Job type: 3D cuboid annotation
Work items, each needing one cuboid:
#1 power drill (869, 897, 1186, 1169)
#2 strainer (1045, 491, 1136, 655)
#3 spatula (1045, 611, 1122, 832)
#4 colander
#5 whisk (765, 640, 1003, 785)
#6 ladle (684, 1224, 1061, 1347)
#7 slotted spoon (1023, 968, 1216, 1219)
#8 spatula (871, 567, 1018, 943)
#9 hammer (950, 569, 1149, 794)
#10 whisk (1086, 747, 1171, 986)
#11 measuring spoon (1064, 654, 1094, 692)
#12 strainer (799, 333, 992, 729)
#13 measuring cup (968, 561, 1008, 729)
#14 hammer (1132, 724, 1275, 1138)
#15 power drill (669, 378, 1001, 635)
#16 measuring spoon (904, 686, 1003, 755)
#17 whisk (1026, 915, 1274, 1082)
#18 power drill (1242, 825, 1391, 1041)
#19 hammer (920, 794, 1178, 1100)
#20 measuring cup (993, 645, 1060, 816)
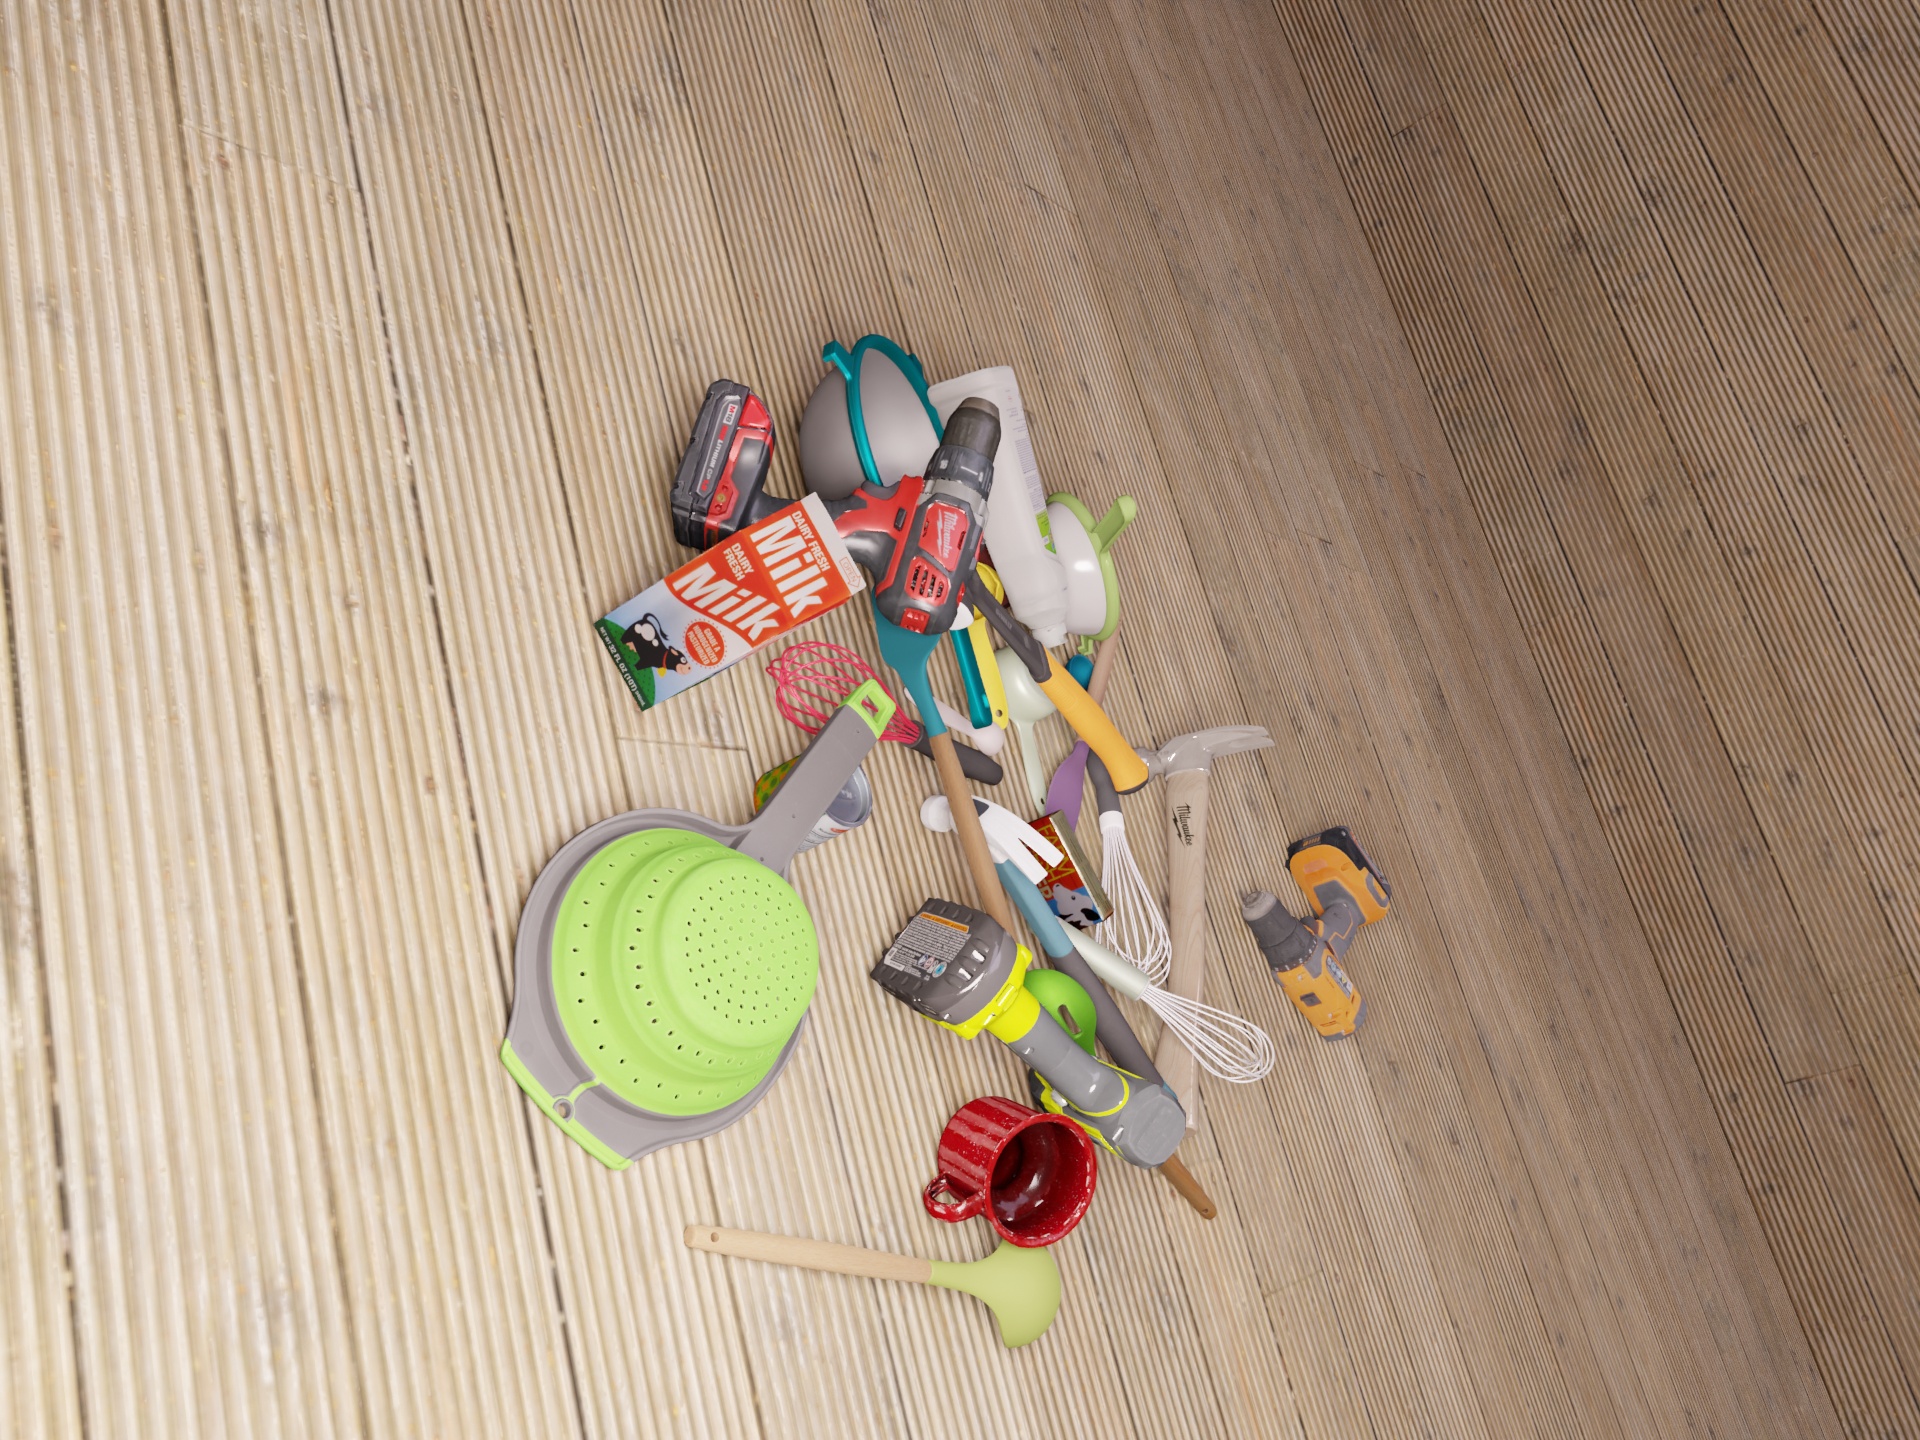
[{"bbox_3d":[0.045,0.232,1.171,0.223,0.171,0.080,45,73,-21],"label":"power drill"},{"bbox_3d":[0.100,-0.151,1.486,0.069,0.256,0.151,-20,82,-14],"label":"strainer"},{"bbox_3d":[0.121,0.004,1.523,0.059,0.018,0.316,58,36,-36],"label":"spatula"},{"bbox_3d":[-0.118,0.094,1.005,0.204,0.094,0.397,51,46,-18],"label":"colander"},{"bbox_3d":[-0.051,0.004,1.272,0.295,0.073,0.073,28,46,-50],"label":"whisk"},{"bbox_3d":[-0.051,0.360,1.044,0.319,0.062,0.078,24,57,-37],"label":"ladle"},{"bbox_3d":[0.135,0.320,1.321,0.313,0.070,0.031,53,16,-26],"label":"slotted spoon"},{"bbox_3d":[-0.001,0.034,1.215,0.044,0.082,0.317,-15,86,-57],"label":"spatula"},{"bbox_3d":[0.079,-0.044,1.393,0.336,0.034,0.127,47,37,-40],"label":"hammer"},{"bbox_3d":[0.143,0.123,1.471,0.070,0.070,0.285,33,38,-39],"label":"whisk"},{"bbox_3d":[0.090,-0.031,1.543,0.128,0.021,0.042,-23,89,-49],"label":"measuring spoon"},{"bbox_3d":[-0.058,-0.149,1.347,0.211,0.095,0.340,-26,100,-69],"label":"strainer"},{"bbox_3d":[0.023,-0.069,1.448,0.029,0.062,0.156,-12,88,-67],"label":"measuring cup"},{"bbox_3d":[0.218,0.183,1.469,0.038,0.146,0.411,48,38,-42],"label":"hammer"},{"bbox_3d":[-0.085,-0.180,1.185,0.226,0.080,0.188,17,73,-3],"label":"power drill"},{"bbox_3d":[-0.002,-0.004,1.384,0.124,0.018,0.034,30,45,-40],"label":"measuring spoon"},{"bbox_3d":[0.160,0.233,1.354,0.246,0.059,0.058,33,23,-1],"label":"whisk"},{"bbox_3d":[0.384,0.209,1.730,0.185,0.084,0.226,51,38,-16],"label":"power drill"},{"bbox_3d":[0.088,0.197,1.301,0.033,0.128,0.330,-42,112,-24],"label":"hammer"},{"bbox_3d":[0.072,0.004,1.459,0.083,0.038,0.168,9,63,-43],"label":"measuring cup"}]
